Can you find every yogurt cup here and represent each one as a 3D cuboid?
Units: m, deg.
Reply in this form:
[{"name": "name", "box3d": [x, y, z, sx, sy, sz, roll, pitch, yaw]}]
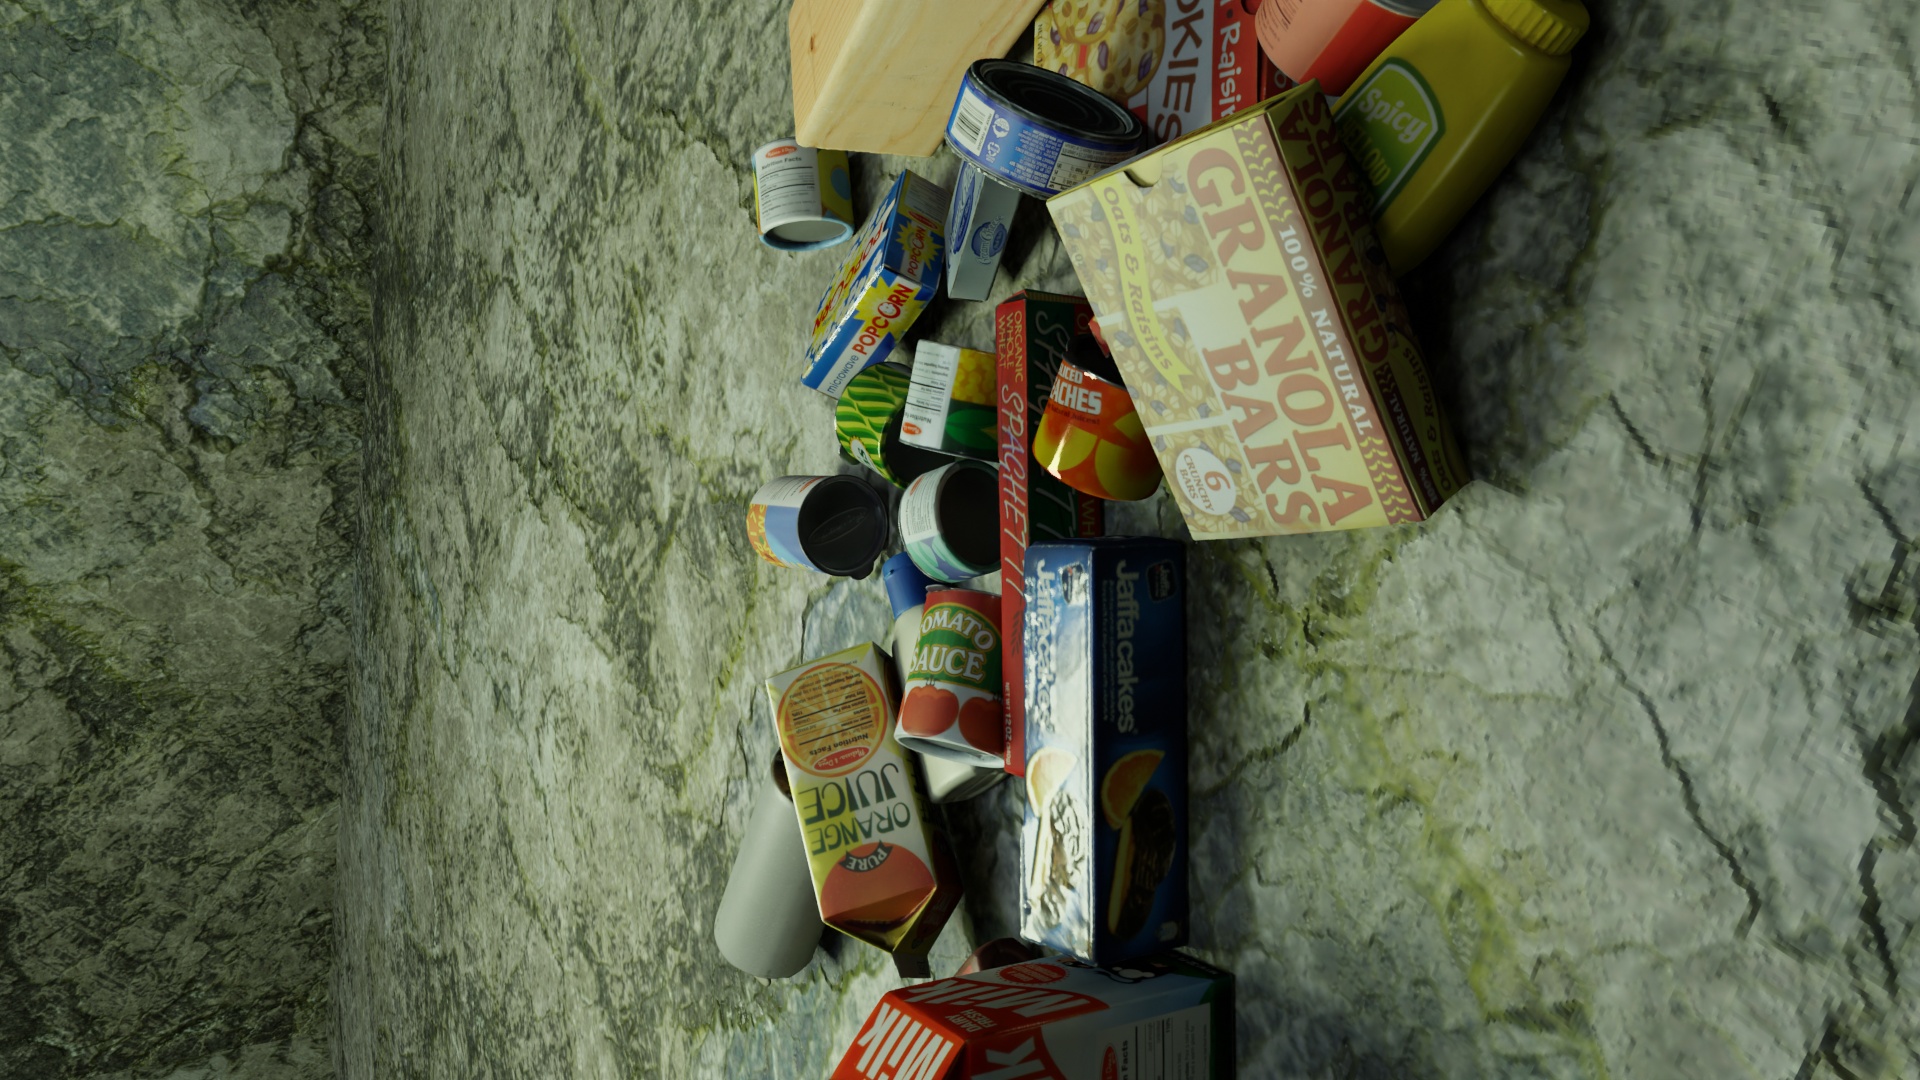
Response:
[{"name": "yogurt cup", "box3d": [0.153, -0.213, 0.546, 0.053, 0.072, 0.072, -53, 48, 55]}]

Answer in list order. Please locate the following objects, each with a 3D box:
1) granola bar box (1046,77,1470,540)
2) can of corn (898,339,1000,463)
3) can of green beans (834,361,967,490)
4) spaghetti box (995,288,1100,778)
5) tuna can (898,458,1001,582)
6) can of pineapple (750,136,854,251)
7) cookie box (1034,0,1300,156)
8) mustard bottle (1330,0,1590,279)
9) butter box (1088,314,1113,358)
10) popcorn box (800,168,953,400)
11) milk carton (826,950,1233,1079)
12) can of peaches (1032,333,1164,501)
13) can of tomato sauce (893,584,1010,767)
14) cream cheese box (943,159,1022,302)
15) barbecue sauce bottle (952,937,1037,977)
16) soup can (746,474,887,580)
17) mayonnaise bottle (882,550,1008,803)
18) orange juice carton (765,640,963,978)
[{"name": "granola bar box", "box3d": [0.116, -0.082, 0.558, 0.124, 0.039, 0.165, -7, 113, 55]}, {"name": "can of corn", "box3d": [0.005, -0.077, 0.774, 0.071, 0.071, 0.058, 22, 103, 55]}, {"name": "can of green beans", "box3d": [-0.034, -0.068, 0.834, 0.058, 0.071, 0.071, 34, 119, 51]}, {"name": "spaghetti box", "box3d": [0.048, -0.003, 0.724, 0.028, 0.050, 0.250, -3, 88, 56]}, {"name": "tuna can", "box3d": [0.003, -0.010, 0.781, 0.032, 0.071, 0.071, -17, 77, 49]}, {"name": "can of pineapple", "box3d": [-0.106, -0.234, 0.946, 0.071, 0.071, 0.058, -17, 77, 56]}, {"name": "cookie box", "box3d": [0.096, -0.233, 0.653, 0.167, 0.040, 0.123, 7, 96, 57]}, {"name": "mustard bottle", "box3d": [0.181, -0.163, 0.514, 0.159, 0.049, 0.065, -53, 54, 44]}, {"name": "butter box", "box3d": [0.106, -0.124, 0.628, 0.103, 0.053, 0.024, -54, 50, 43]}, {"name": "popcorn box", "box3d": [-0.052, -0.154, 0.858, 0.126, 0.038, 0.085, -45, 28, 49]}, {"name": "milk carton", "box3d": [0.029, 0.239, 0.627, 0.072, 0.191, 0.073, 1, 91, 57]}, {"name": "can of peaches", "box3d": [0.071, -0.059, 0.667, 0.071, 0.071, 0.057, 51, 132, 44]}, {"name": "can of tomato sauce", "box3d": [0.004, 0.074, 0.752, 0.071, 0.071, 0.083, -15, 57, 56]}, {"name": "cream cheese box", "box3d": [0.012, -0.185, 0.765, 0.103, 0.024, 0.053, 111, 159, -57]}, {"name": "barbecue sauce bottle", "box3d": [0.005, 0.292, 0.801, 0.065, 0.044, 0.147, 55, 135, 28]}, {"name": "soup can", "box3d": [-0.097, -0.009, 0.935, 0.083, 0.071, 0.071, 4, 94, 58]}, {"name": "mayonnaise bottle", "box3d": [-0.012, 0.077, 0.828, 0.064, 0.041, 0.148, -45, 53, 47]}, {"name": "orange juice carton", "box3d": [-0.052, 0.166, 0.834, 0.071, 0.073, 0.193, 55, -163, -69]}]
